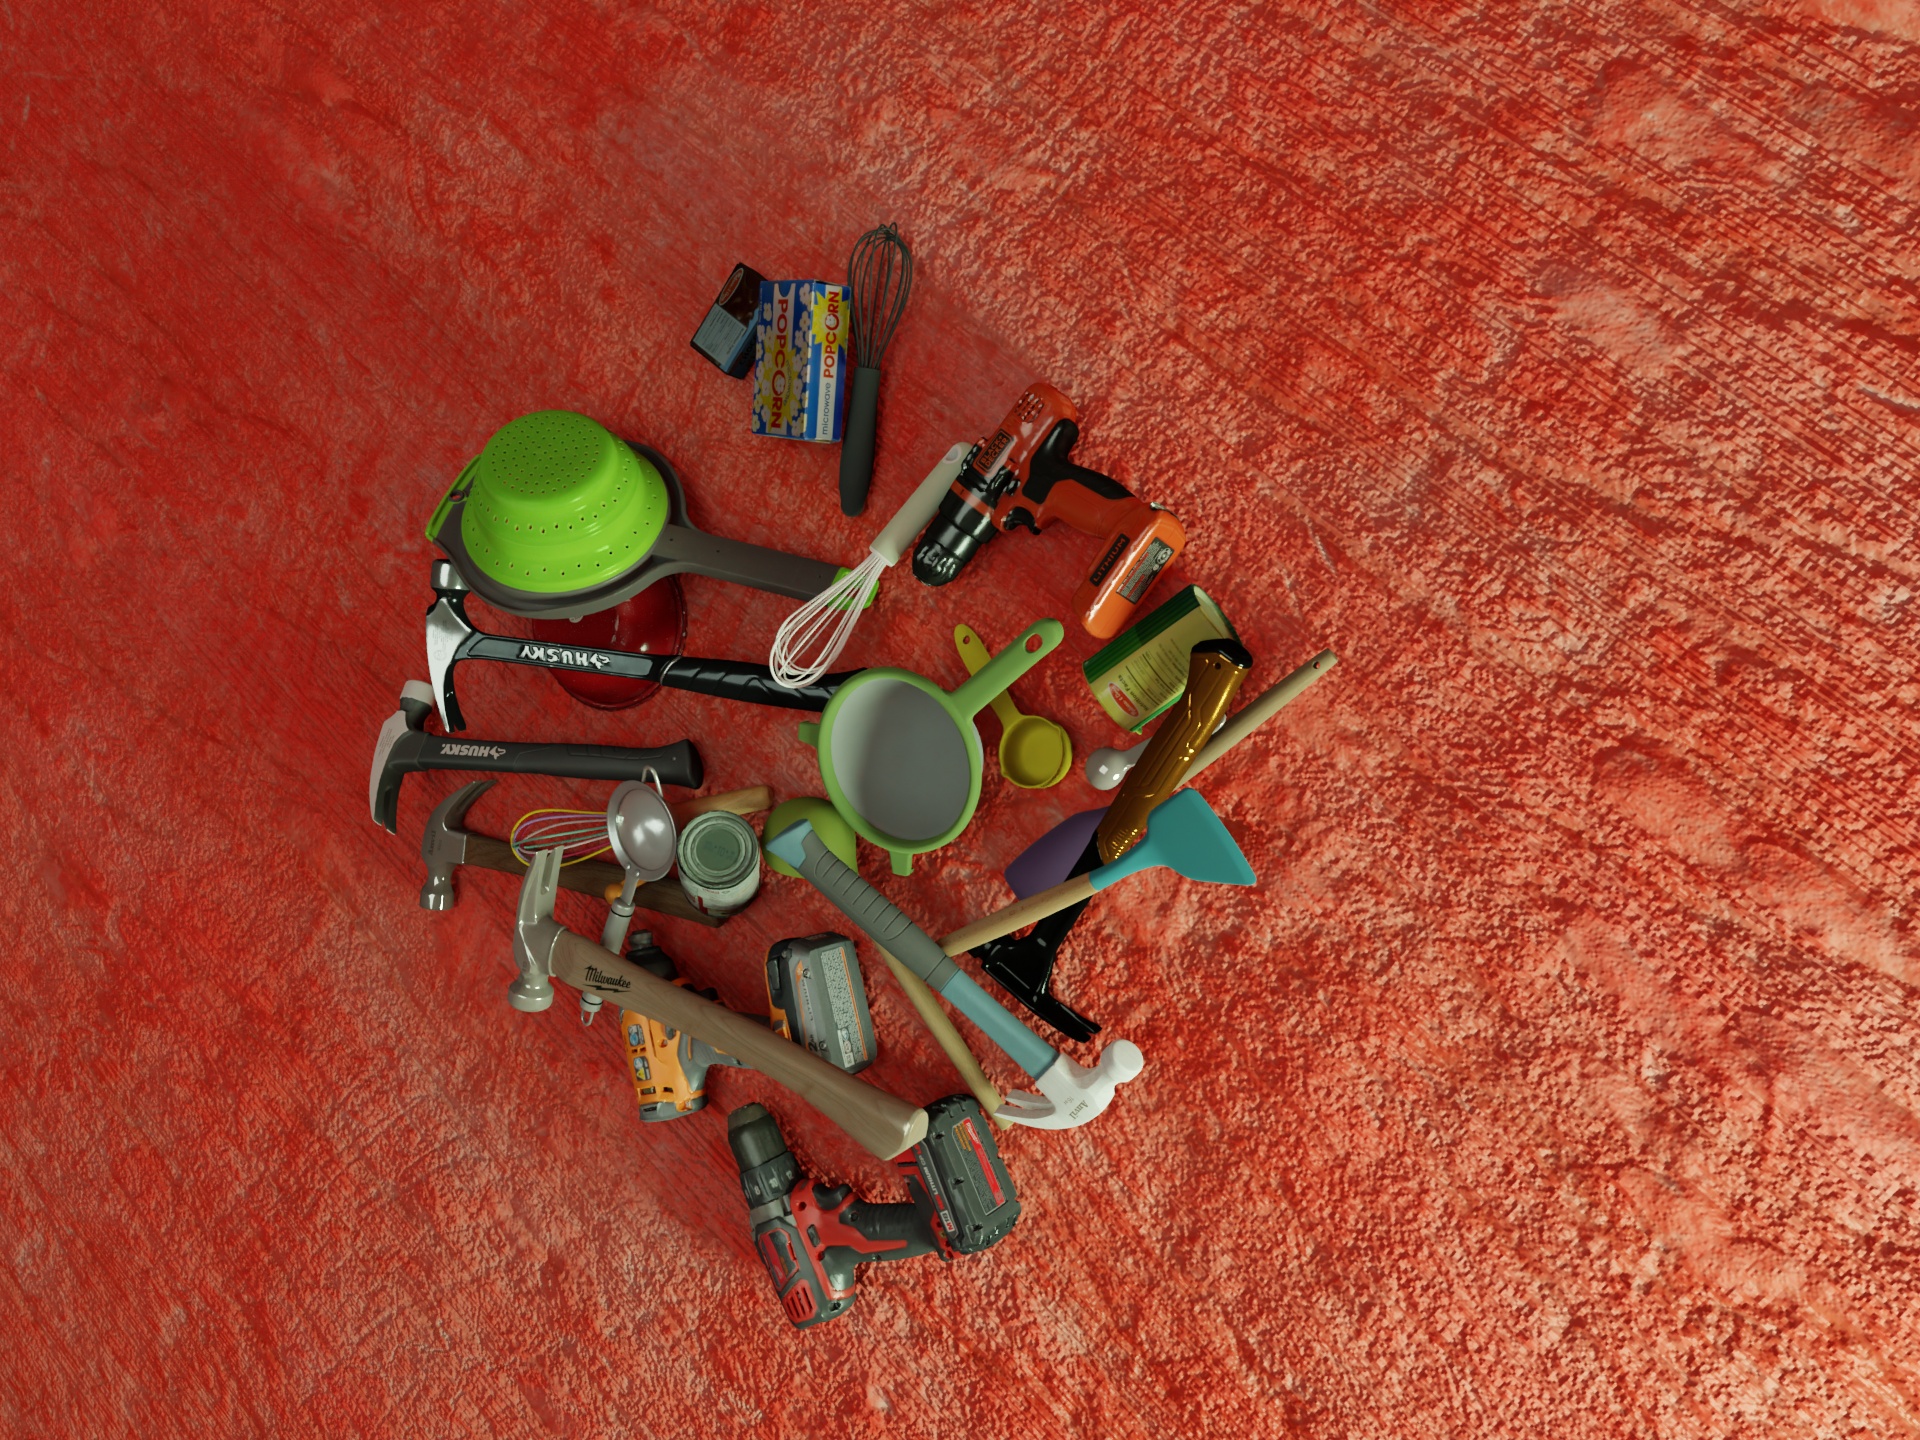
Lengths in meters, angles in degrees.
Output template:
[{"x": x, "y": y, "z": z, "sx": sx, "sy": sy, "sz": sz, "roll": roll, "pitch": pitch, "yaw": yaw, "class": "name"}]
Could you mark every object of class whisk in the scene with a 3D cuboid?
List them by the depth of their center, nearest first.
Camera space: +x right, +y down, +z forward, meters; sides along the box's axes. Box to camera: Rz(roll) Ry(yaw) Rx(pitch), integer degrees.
[{"x": -0.068, "y": -0.125, "z": 1.276, "sx": 0.246, "sy": 0.059, "sz": 0.058, "roll": -50, "pitch": 43, "yaw": 1, "class": "whisk"}, {"x": -0.074, "y": -0.285, "z": 1.298, "sx": 0.055, "sy": 0.055, "sz": 0.239, "roll": 12, "pitch": 100, "yaw": 24, "class": "whisk"}, {"x": -0.280, "y": 0.085, "z": 1.378, "sx": 0.245, "sy": 0.051, "sz": 0.047, "roll": -12, "pitch": 67, "yaw": 11, "class": "whisk"}]

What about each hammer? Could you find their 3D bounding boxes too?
[{"x": 0.125, "y": 0.085, "z": 1.186, "sx": 0.127, "sy": 0.034, "sz": 0.336, "roll": 39, "pitch": 116, "yaw": 19, "class": "hammer"}, {"x": -0.018, "y": 0.191, "z": 1.234, "sx": 0.331, "sy": 0.033, "sz": 0.128, "roll": 41, "pitch": 127, "yaw": 8, "class": "hammer"}, {"x": -0.202, "y": 0.233, "z": 1.274, "sx": 0.411, "sy": 0.038, "sz": 0.146, "roll": 20, "pitch": 107, "yaw": 26, "class": "hammer"}, {"x": -0.264, "y": -0.040, "z": 1.344, "sx": 0.409, "sy": 0.036, "sz": 0.149, "roll": 8, "pitch": 97, "yaw": 11, "class": "hammer"}, {"x": -0.382, "y": 0.039, "z": 1.428, "sx": 0.335, "sy": 0.035, "sz": 0.146, "roll": 3, "pitch": 63, "yaw": 20, "class": "hammer"}, {"x": -0.353, "y": 0.135, "z": 1.438, "sx": 0.331, "sy": 0.031, "sz": 0.130, "roll": 9, "pitch": 95, "yaw": 24, "class": "hammer"}]

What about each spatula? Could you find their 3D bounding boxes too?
[{"x": 0.075, "y": 0.132, "z": 1.179, "sx": 0.317, "sy": 0.044, "sz": 0.082, "roll": -29, "pitch": 100, "yaw": 34, "class": "spatula"}, {"x": 0.159, "y": 0.048, "z": 1.211, "sx": 0.316, "sy": 0.018, "sz": 0.060, "roll": -41, "pitch": 76, "yaw": 21, "class": "spatula"}]

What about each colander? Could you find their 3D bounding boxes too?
[{"x": -0.260, "y": -0.172, "z": 1.318, "sx": 0.397, "sy": 0.094, "sz": 0.205, "roll": 15, "pitch": 57, "yaw": 11, "class": "colander"}]

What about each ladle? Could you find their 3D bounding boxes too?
[{"x": -0.056, "y": 0.198, "z": 1.299, "sx": 0.320, "sy": 0.078, "sz": 0.062, "roll": 55, "pitch": 154, "yaw": 6, "class": "ladle"}]

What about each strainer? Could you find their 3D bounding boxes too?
[{"x": -0.002, "y": -0.004, "z": 1.240, "sx": 0.256, "sy": 0.069, "sz": 0.151, "roll": -41, "pitch": 81, "yaw": 31, "class": "strainer"}, {"x": -0.284, "y": 0.150, "z": 1.351, "sx": 0.087, "sy": 0.050, "sz": 0.258, "roll": 32, "pitch": 111, "yaw": 30, "class": "strainer"}]

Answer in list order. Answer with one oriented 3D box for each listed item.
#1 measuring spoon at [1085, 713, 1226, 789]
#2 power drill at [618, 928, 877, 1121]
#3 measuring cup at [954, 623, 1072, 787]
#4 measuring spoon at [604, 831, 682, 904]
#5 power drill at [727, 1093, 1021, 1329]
[{"x": 0.145, "y": 0.018, "z": 1.206, "sx": 0.124, "sy": 0.018, "sz": 0.034, "roll": -26, "pitch": 59, "yaw": 29, "class": "measuring spoon"}, {"x": -0.194, "y": 0.243, "z": 1.343, "sx": 0.226, "sy": 0.084, "sz": 0.164, "roll": -16, "pitch": 84, "yaw": 28, "class": "power drill"}, {"x": 0.039, "y": -0.014, "z": 1.267, "sx": 0.062, "sy": 0.029, "sz": 0.157, "roll": -40, "pitch": 64, "yaw": 22, "class": "measuring cup"}, {"x": -0.261, "y": 0.120, "z": 1.380, "sx": 0.117, "sy": 0.011, "sz": 0.021, "roll": -37, "pitch": 64, "yaw": -3, "class": "measuring spoon"}, {"x": -0.084, "y": 0.377, "z": 1.298, "sx": 0.226, "sy": 0.080, "sz": 0.188, "roll": -29, "pitch": 79, "yaw": 25, "class": "power drill"}]
